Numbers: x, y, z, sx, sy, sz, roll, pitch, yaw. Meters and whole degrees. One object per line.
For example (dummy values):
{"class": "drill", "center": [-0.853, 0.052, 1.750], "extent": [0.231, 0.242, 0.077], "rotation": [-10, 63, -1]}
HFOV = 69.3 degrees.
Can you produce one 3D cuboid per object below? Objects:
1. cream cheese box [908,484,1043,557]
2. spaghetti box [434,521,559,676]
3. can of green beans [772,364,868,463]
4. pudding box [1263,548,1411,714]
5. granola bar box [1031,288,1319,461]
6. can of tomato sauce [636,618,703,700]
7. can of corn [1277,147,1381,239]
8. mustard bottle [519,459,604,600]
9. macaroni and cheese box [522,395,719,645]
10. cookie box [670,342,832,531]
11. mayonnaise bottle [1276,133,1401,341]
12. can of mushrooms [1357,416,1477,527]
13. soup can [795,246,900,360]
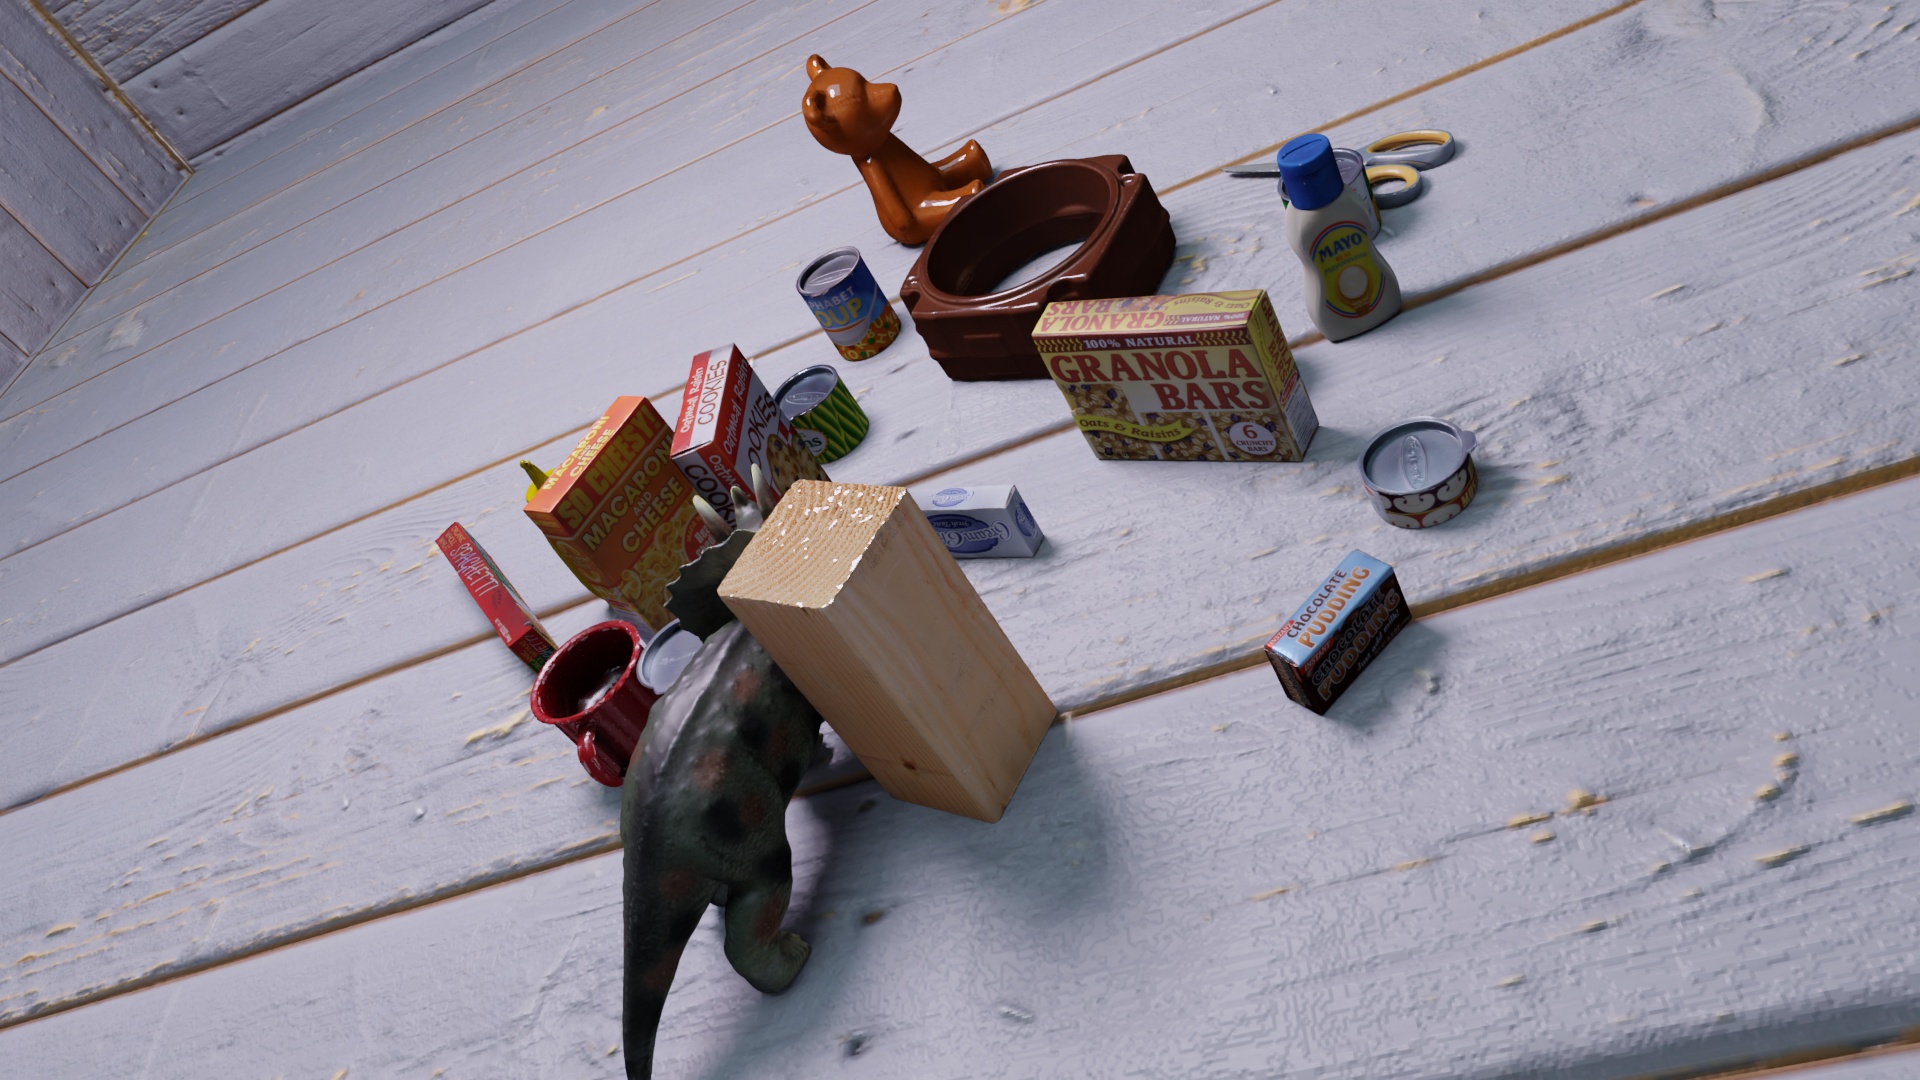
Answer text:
{"class": "cream cheese box", "center": [0.004, -0.013, 1.003], "extent": [0.103, 0.053, 0.024], "rotation": [-2, 47, 34]}
{"class": "spaghetti box", "center": [-0.411, 0.049, 1.231], "extent": [0.029, 0.050, 0.250], "rotation": [-42, 38, -12]}
{"class": "can of green beans", "center": [-0.121, -0.108, 1.192], "extent": [0.071, 0.057, 0.071], "rotation": [-19, 39, 17]}
{"class": "pudding box", "center": [0.214, 0.051, 0.788], "extent": [0.084, 0.049, 0.030], "rotation": [-44, 39, -14]}
{"class": "granola bar box", "center": [0.146, -0.109, 0.951], "extent": [0.165, 0.123, 0.039], "rotation": [3, 50, 38]}
{"class": "can of tomato sauce", "center": [-0.177, 0.104, 0.979], "extent": [0.071, 0.082, 0.071], "rotation": [-20, 39, 17]}
{"class": "can of corn", "center": [0.284, -0.260, 1.073], "extent": [0.071, 0.058, 0.071], "rotation": [-19, 39, 17]}
{"class": "mustard bottle", "center": [-0.309, -0.014, 1.138], "extent": [0.049, 0.159, 0.065], "rotation": [12, 56, 43]}
{"class": "macaroni and cheese box", "center": [-0.246, -0.012, 1.086], "extent": [0.040, 0.166, 0.124], "rotation": [5, 52, 39]}
{"class": "cookie box", "center": [-0.154, -0.050, 1.062], "extent": [0.040, 0.166, 0.123], "rotation": [-20, 39, 17]}
{"class": "mayonnaise bottle", "center": [0.258, -0.210, 0.963], "extent": [0.064, 0.147, 0.041], "rotation": [-25, 38, 11]}
{"class": "can of mushrooms", "center": [0.284, -0.042, 0.854], "extent": [0.071, 0.033, 0.071], "rotation": [-19, 39, 17]}
{"class": "soup can", "center": [-0.103, -0.215, 1.275], "extent": [0.071, 0.083, 0.072], "rotation": [-20, 39, 17]}
